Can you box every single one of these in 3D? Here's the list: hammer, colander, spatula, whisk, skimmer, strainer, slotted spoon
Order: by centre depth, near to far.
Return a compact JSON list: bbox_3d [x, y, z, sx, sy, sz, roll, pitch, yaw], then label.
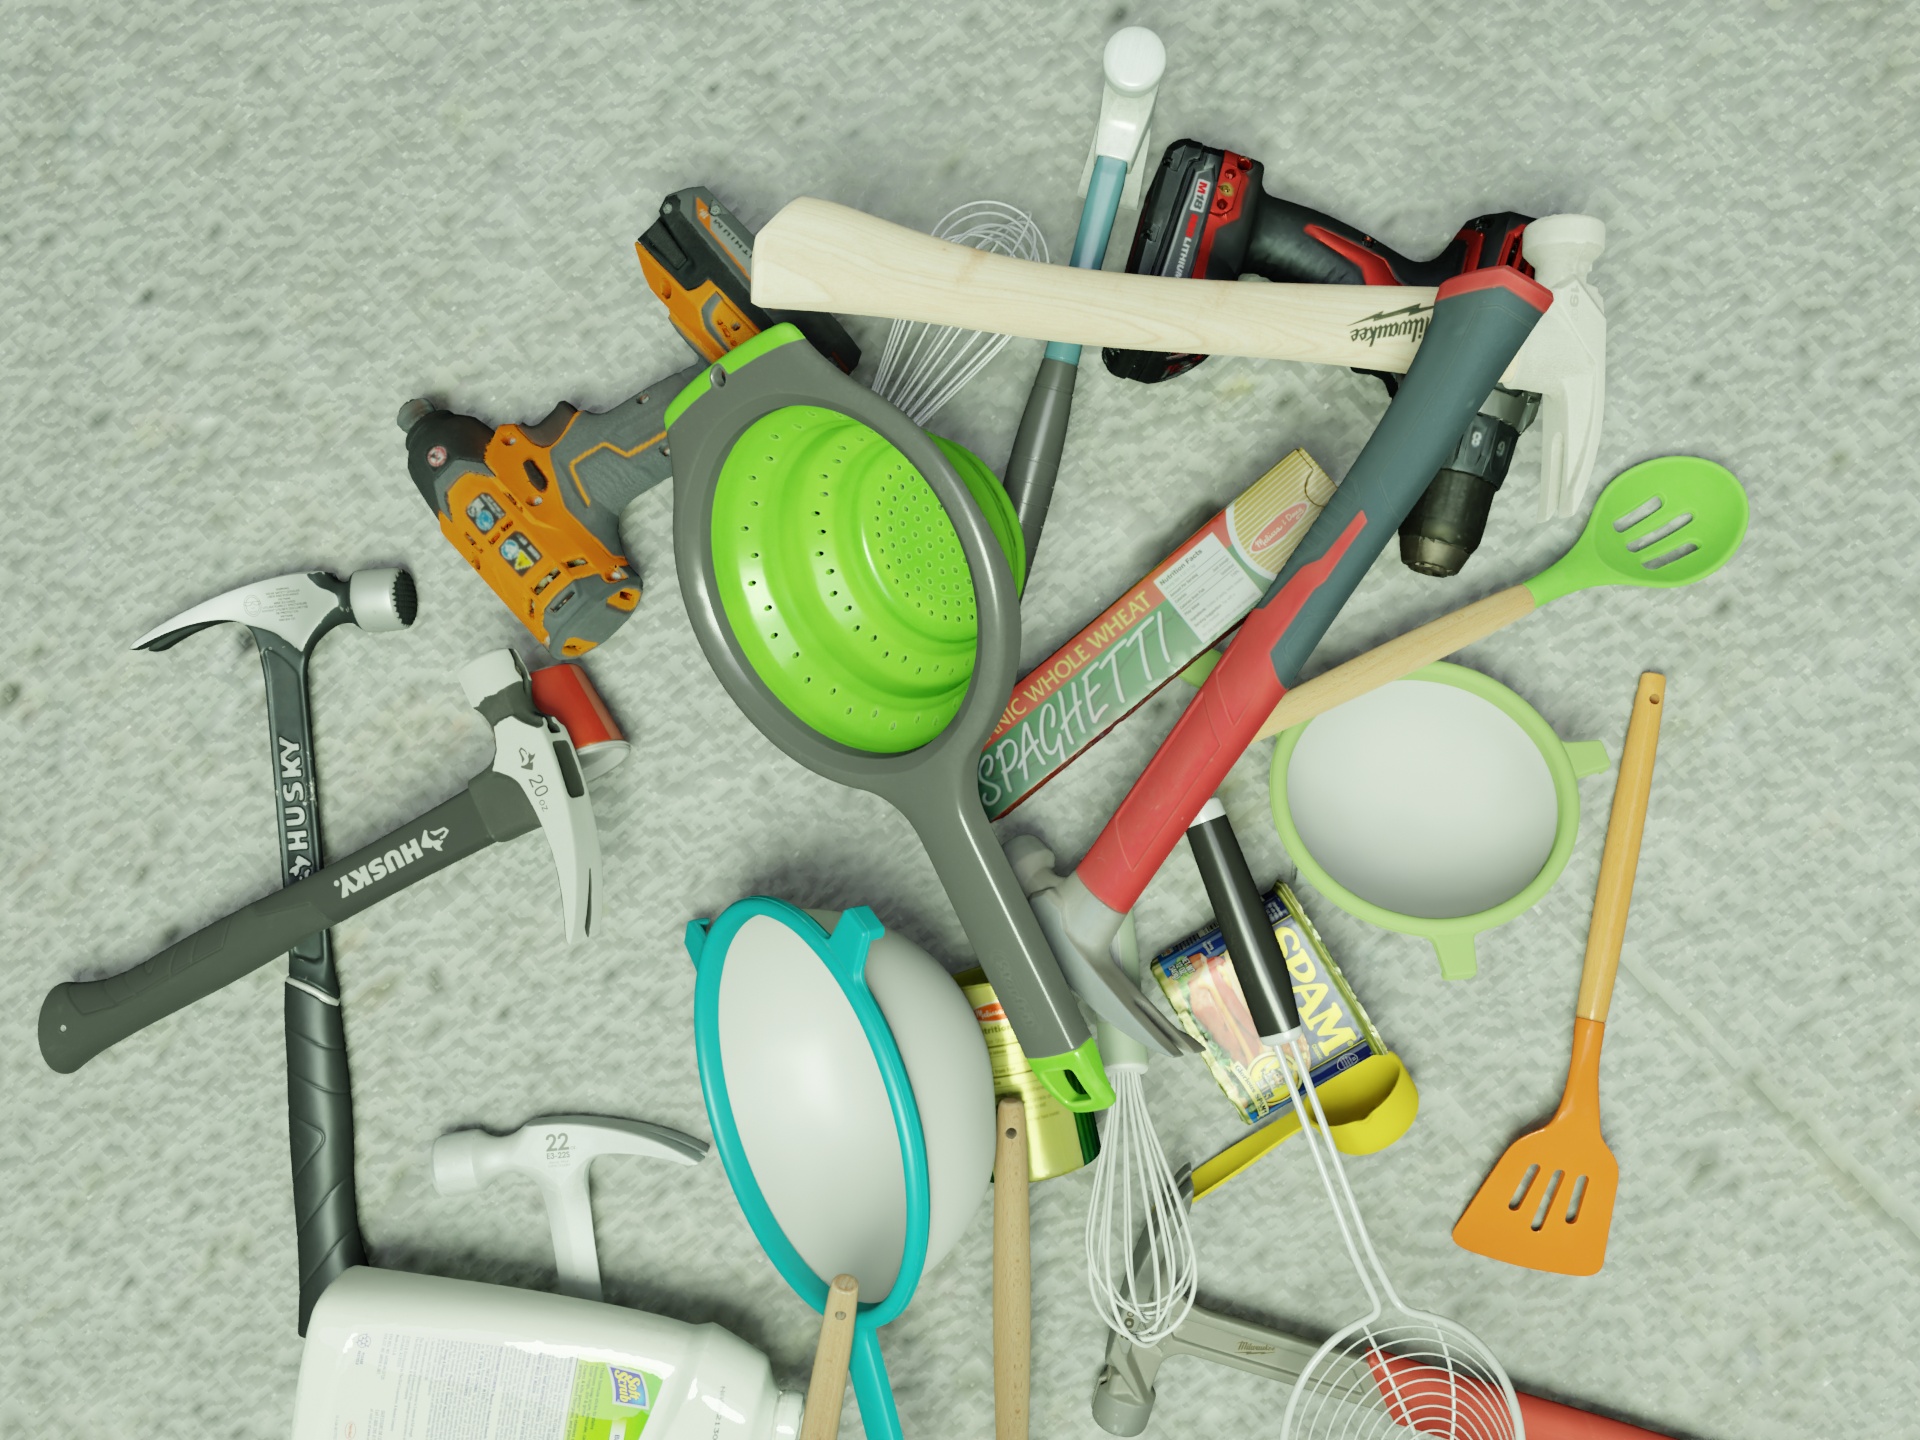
[{"bbox_3d":[0.155,-0.025,0.734,0.143,0.038,0.386,45,113,31],"label":"hammer"},{"bbox_3d":[0.109,-0.180,0.743,0.410,0.038,0.146,3,89,-10],"label":"hammer"},{"bbox_3d":[0.160,0.214,0.750,0.127,0.090,0.363,-24,81,38],"label":"skimmer"},{"bbox_3d":[-0.001,-0.002,0.777,0.204,0.094,0.397,-22,96,44],"label":"colander"},{"bbox_3d":[-0.030,0.243,0.788,0.095,0.211,0.340,-13,89,-34],"label":"strainer"},{"bbox_3d":[-0.081,0.398,0.792,0.060,0.018,0.315,10,114,-3],"label":"spatula"},{"bbox_3d":[0.083,0.184,0.801,0.058,0.059,0.247,-20,61,33],"label":"whisk"},{"bbox_3d":[0.025,0.341,0.811,0.082,0.044,0.317,1,98,4],"label":"spatula"},{"bbox_3d":[-0.334,0.102,0.812,0.335,0.035,0.146,-27,86,11],"label":"hammer"},{"bbox_3d":[0.266,-0.054,0.814,0.314,0.031,0.070,-25,72,-11],"label":"slotted spoon"},{"bbox_3d":[0.048,-0.171,0.818,0.033,0.128,0.331,15,99,3],"label":"hammer"},{"bbox_3d":[0.257,0.347,0.823,0.359,0.037,0.149,16,104,0],"label":"hammer"},{"bbox_3d":[0.189,0.022,0.831,0.256,0.069,0.151,32,70,20],"label":"strainer"},{"bbox_3d":[0.334,0.133,0.842,0.081,0.041,0.322,12,85,2],"label":"spatula"},{"bbox_3d":[-0.045,-0.149,0.844,0.070,0.070,0.284,35,95,2],"label":"whisk"},{"bbox_3d":[-0.180,0.412,0.846,0.144,0.035,0.405,-9,89,2],"label":"hammer"},{"bbox_3d":[-0.356,0.125,0.857,0.149,0.036,0.409,-4,89,3],"label":"hammer"}]

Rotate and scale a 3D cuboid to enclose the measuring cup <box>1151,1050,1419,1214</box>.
[{"bbox_3d":[0.171,0.228,0.837,0.156,0.062,0.029,-36,104,12],"label":"measuring cup"}]

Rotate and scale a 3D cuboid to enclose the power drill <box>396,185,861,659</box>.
[{"bbox_3d":[-0.182,-0.165,0.833,0.226,0.084,0.164,-44,82,4],"label":"power drill"}]

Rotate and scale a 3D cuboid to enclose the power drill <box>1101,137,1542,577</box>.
[{"bbox_3d":[0.191,-0.188,0.826,0.226,0.080,0.188,16,90,-1],"label":"power drill"}]
